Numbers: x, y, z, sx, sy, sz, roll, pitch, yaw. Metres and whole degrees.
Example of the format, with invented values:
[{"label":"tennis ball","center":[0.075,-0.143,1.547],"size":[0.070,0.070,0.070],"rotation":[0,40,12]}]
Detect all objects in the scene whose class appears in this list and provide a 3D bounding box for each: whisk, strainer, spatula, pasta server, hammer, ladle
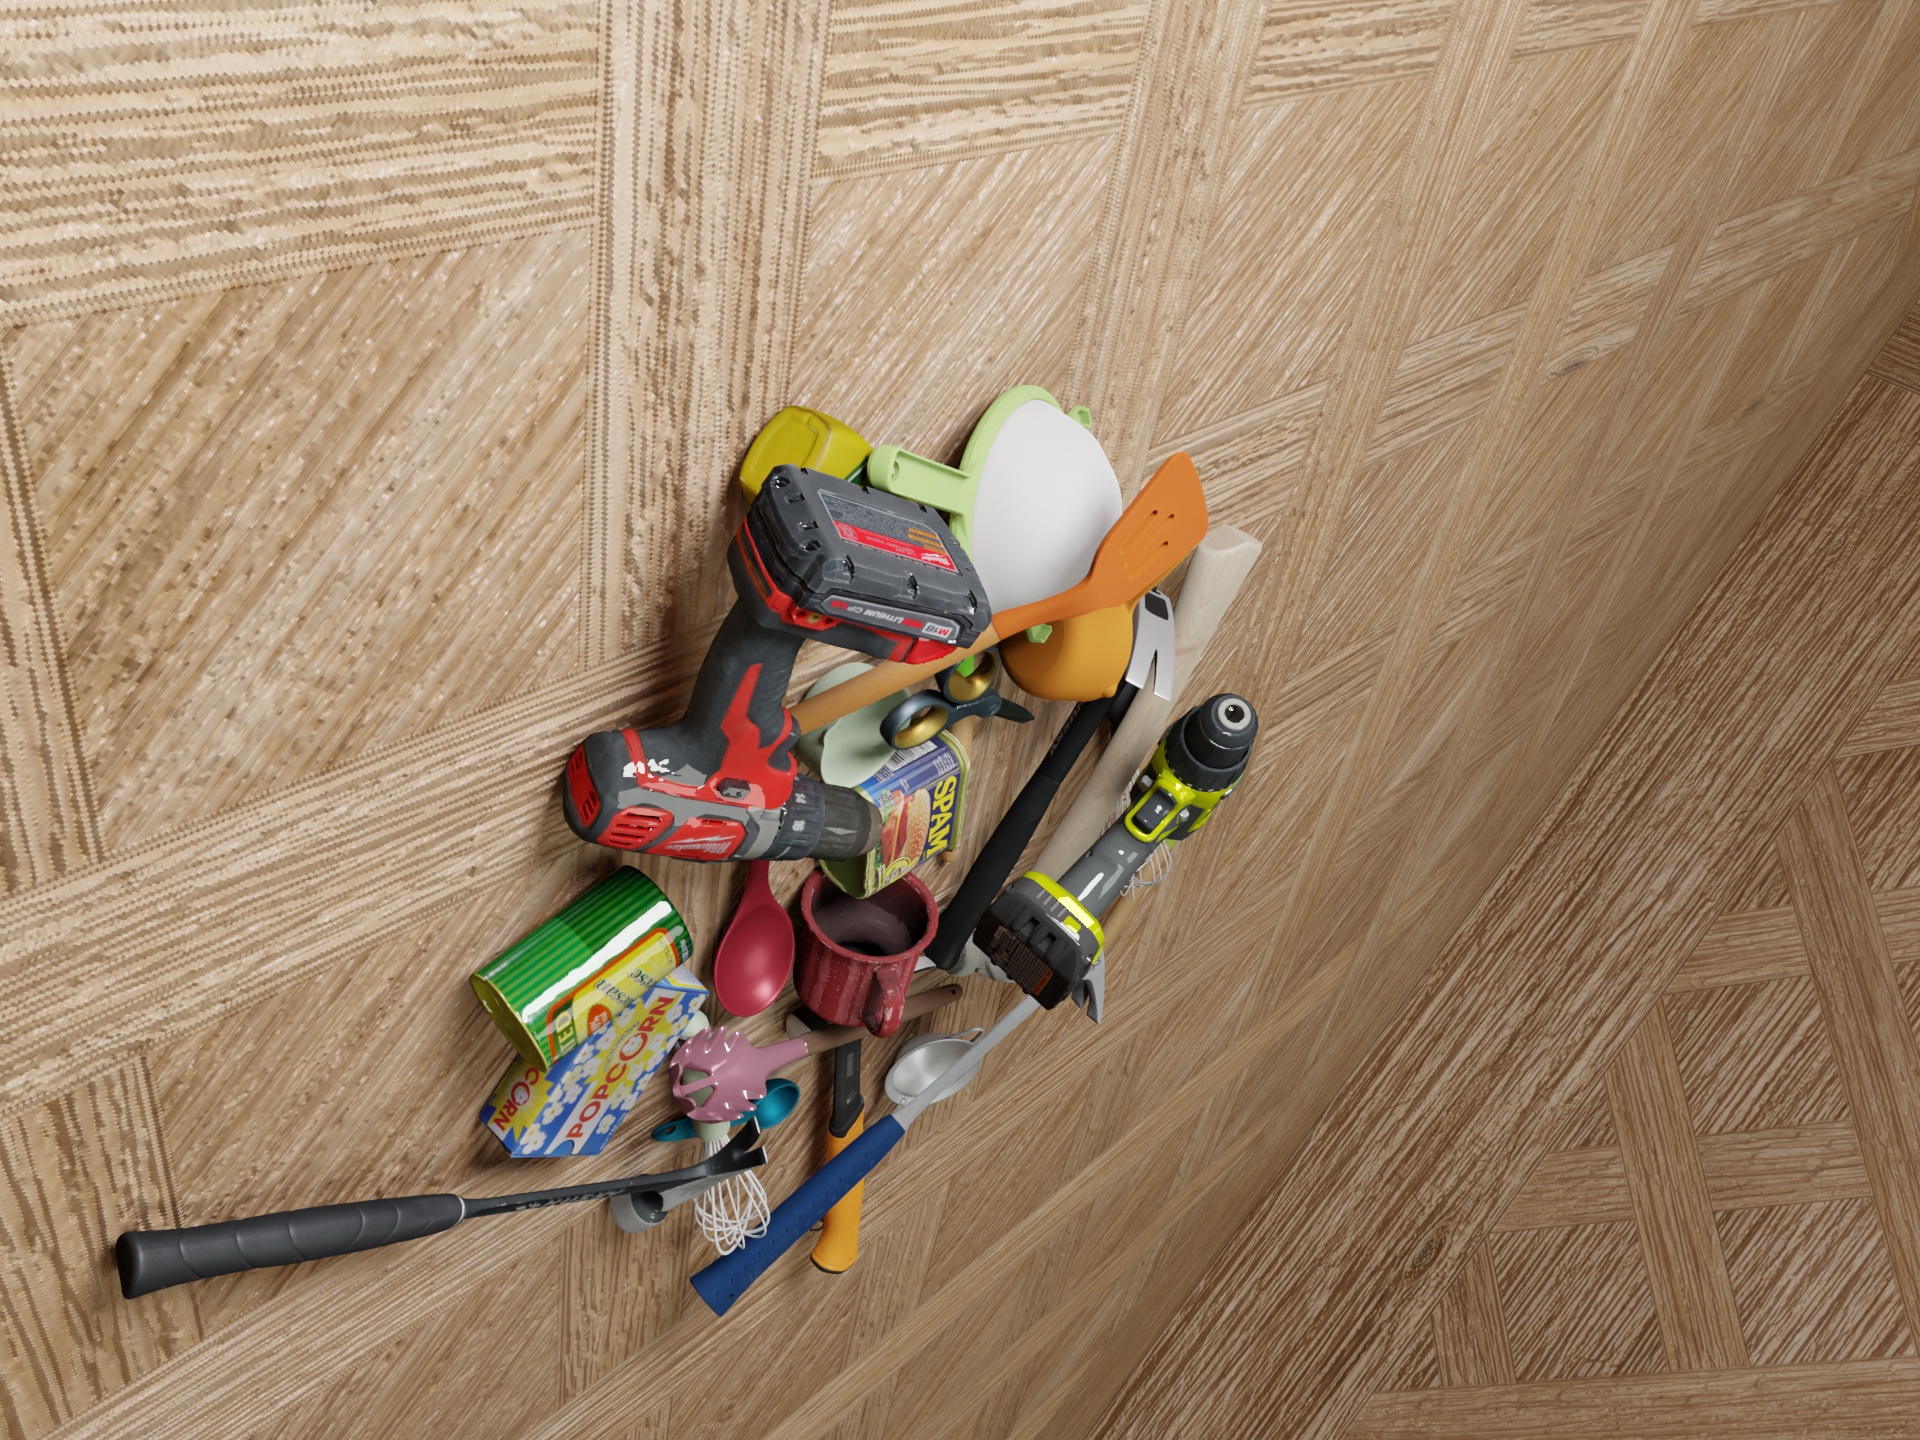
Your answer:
[{"label":"whisk","center":[-0.170,0.287,1.102],"size":[0.059,0.058,0.246],"rotation":[-62,156,-48]},{"label":"whisk","center":[0.139,0.053,1.320],"size":[0.070,0.070,0.284],"rotation":[-39,143,-25]},{"label":"strainer","center":[0.034,-0.121,0.896],"size":[0.256,0.069,0.151],"rotation":[2,100,-65]},{"label":"spatula","center":[-0.005,-0.048,0.891],"size":[0.322,0.041,0.080],"rotation":[-25,147,6]},{"label":"pasta server","center":[-0.089,0.219,1.104],"size":[0.040,0.060,0.316],"rotation":[-30,167,34]},{"label":"hammer","center":[-0.039,0.310,1.244],"size":[0.405,0.035,0.143],"rotation":[-40,143,-15]},{"label":"hammer","center":[0.060,0.053,1.165],"size":[0.334,0.035,0.146],"rotation":[-60,-165,23]},{"label":"hammer","center":[-0.087,0.326,1.272],"size":[0.127,0.034,0.336],"rotation":[-28,138,-38]},{"label":"ladle","center":[0.169,0.124,1.469],"size":[0.078,0.062,0.320],"rotation":[-14,139,-52]},{"label":"strainer","center":[-0.062,0.340,1.346],"size":[0.086,0.050,0.258],"rotation":[21,111,-38]},{"label":"ladle","center":[-0.121,0.060,0.966],"size":[0.069,0.031,0.315],"rotation":[-30,141,-41]},{"label":"hammer","center":[0.128,0.037,1.240],"size":[0.146,0.038,0.410],"rotation":[10,117,-40]},{"label":"hammer","center":[-0.280,0.281,0.914],"size":[0.149,0.036,0.408],"rotation":[-31,157,27]}]

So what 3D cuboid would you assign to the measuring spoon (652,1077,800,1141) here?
[{"label":"measuring spoon","center":[-0.171,0.280,1.145],"size":[0.128,0.021,0.042],"rotation":[-1,122,-45]}]

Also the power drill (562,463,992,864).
[{"label":"power drill","center":[-0.078,-0.008,0.824],"size":[0.187,0.080,0.226],"rotation":[13,127,-39]}]

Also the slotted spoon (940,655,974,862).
[{"label":"slotted spoon","center":[-0.002,-0.003,1.076],"size":[0.070,0.031,0.313],"rotation":[-40,151,-33]}]

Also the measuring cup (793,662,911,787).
[{"label":"measuring cup","center":[-0.050,-0.039,0.955],"size":[0.083,0.038,0.167],"rotation":[1,118,-57]}]

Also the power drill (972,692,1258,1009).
[{"label":"power drill","center":[0.117,0.083,1.109],"size":[0.228,0.080,0.190],"rotation":[-45,170,-19]}]

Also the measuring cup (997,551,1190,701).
[{"label":"measuring cup","center":[0.088,-0.079,1.025],"size":[0.052,0.095,0.173],"rotation":[-1,148,-40]}]
